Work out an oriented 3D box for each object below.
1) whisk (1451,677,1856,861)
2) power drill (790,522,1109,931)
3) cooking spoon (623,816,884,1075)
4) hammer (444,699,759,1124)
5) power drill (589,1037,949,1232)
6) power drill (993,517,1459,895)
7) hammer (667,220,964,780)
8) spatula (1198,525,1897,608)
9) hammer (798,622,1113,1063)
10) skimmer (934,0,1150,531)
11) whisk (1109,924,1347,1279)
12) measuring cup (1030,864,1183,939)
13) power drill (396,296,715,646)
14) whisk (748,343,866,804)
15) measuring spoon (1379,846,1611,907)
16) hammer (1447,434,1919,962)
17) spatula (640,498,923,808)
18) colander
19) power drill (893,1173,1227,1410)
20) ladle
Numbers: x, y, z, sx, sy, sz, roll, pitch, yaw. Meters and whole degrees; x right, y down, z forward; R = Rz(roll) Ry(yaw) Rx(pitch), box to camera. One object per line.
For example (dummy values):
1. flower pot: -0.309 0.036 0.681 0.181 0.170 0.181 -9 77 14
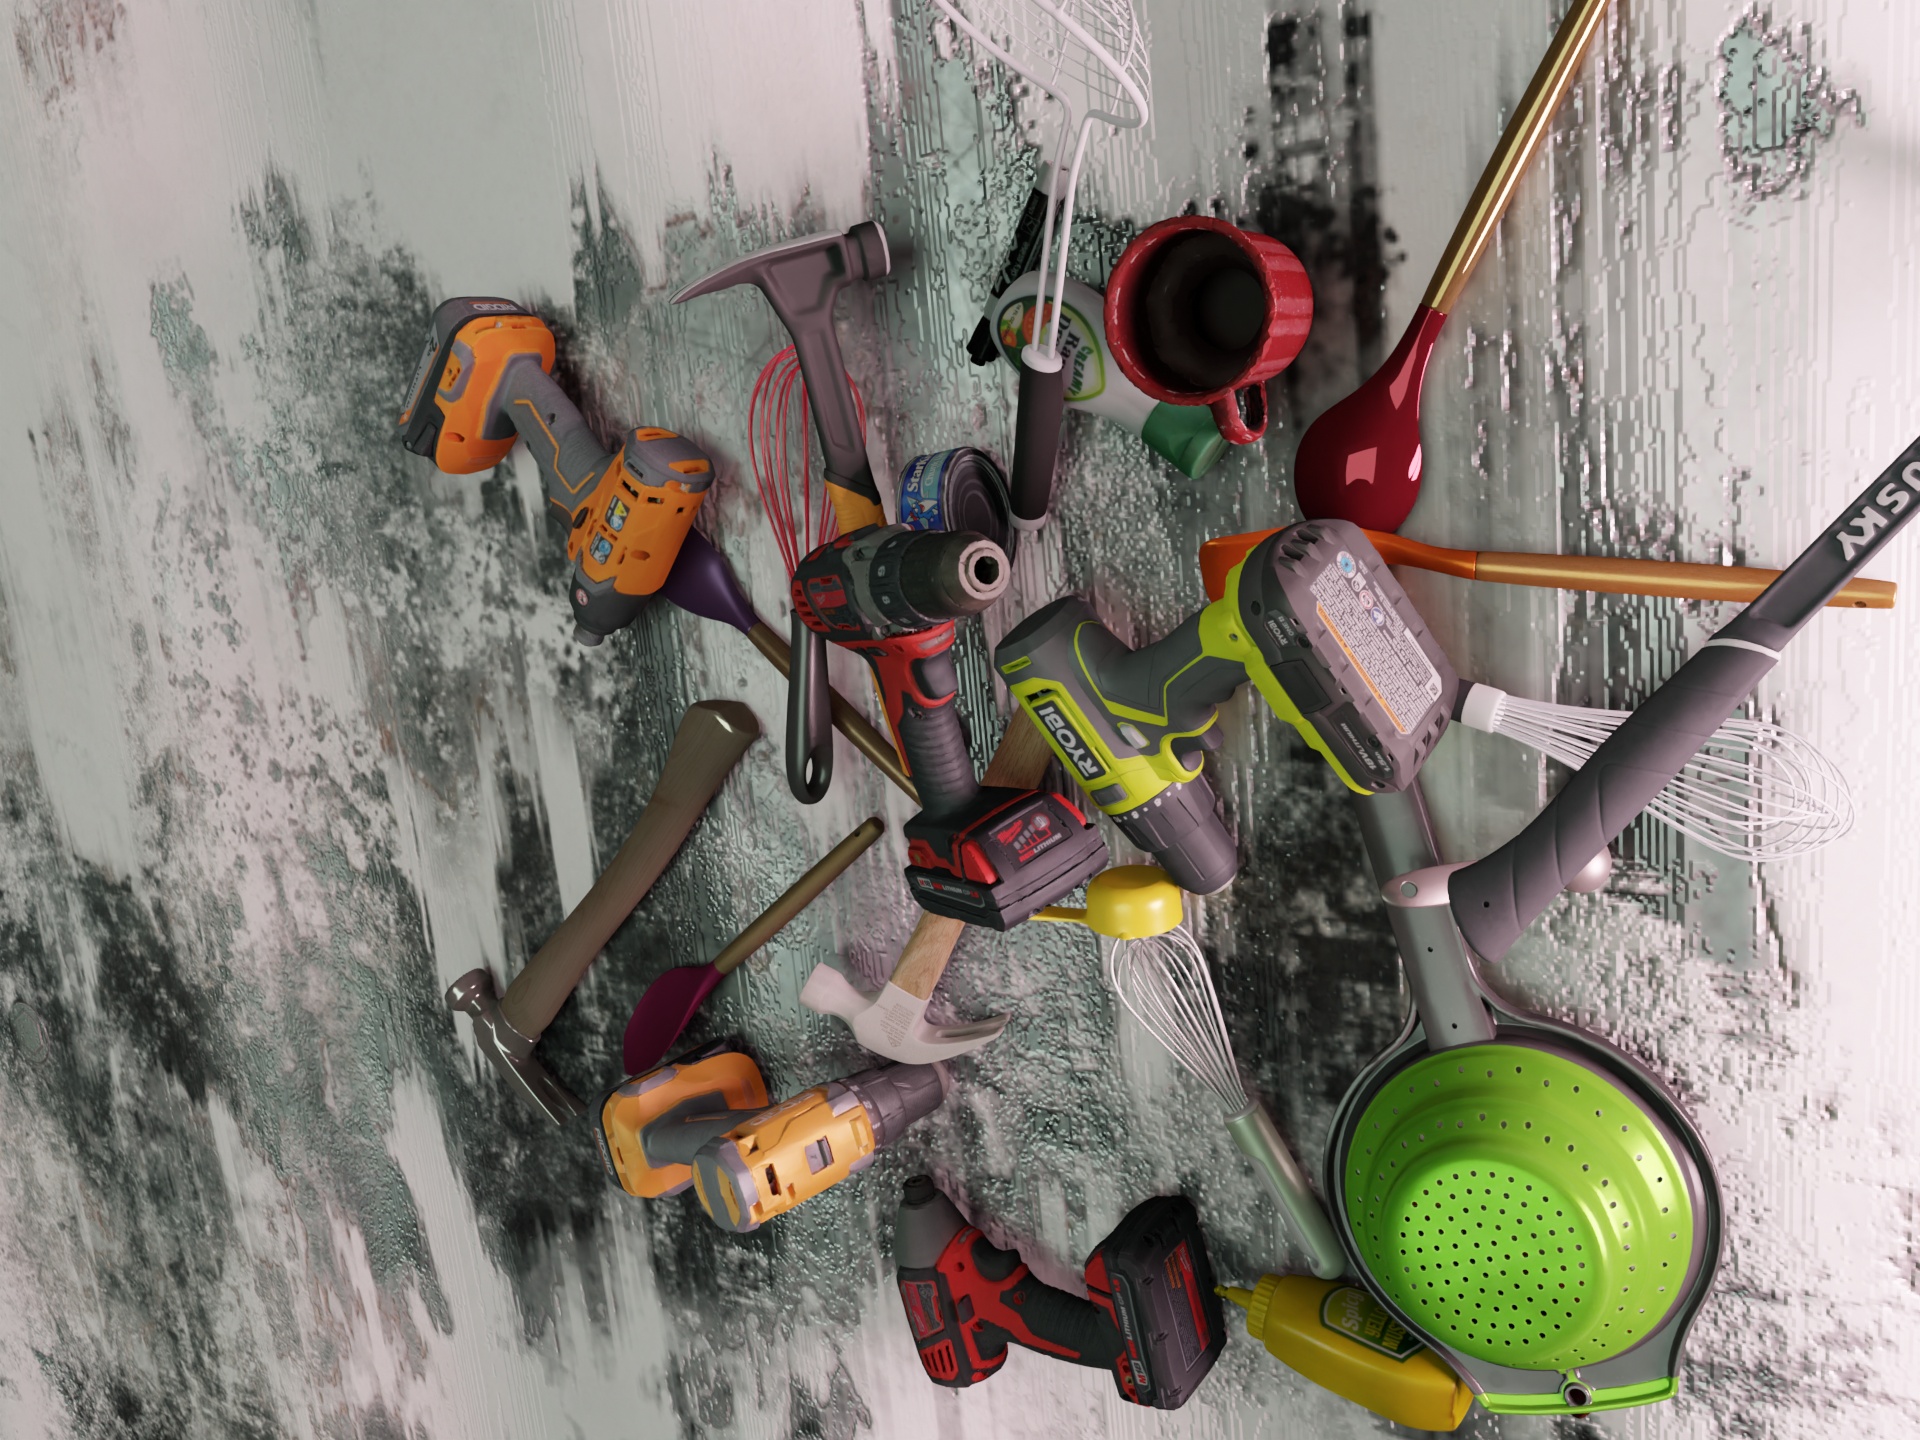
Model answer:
1. whisk: 0.296 0.004 0.803 0.285 0.070 0.070 20 113 29
2. power drill: -0.001 -0.003 0.870 0.188 0.080 0.226 1 117 61
3. cooking spoon: -0.155 0.163 1.137 0.319 0.017 0.069 -43 41 30
4. hammer: -0.256 0.141 1.189 0.146 0.038 0.410 46 121 11
5. power drill: -0.132 0.271 1.091 0.226 0.185 0.084 -8 99 52
6. power drill: 0.141 0.001 0.845 0.190 0.080 0.228 53 143 -11
7. hammer: -0.066 -0.114 0.951 0.127 0.034 0.336 -19 111 -10
8. spatula: 0.283 -0.068 0.796 0.323 0.041 0.080 7 151 26
9. hammer: 0.014 0.080 0.998 0.130 0.031 0.331 28 113 6
10. skimmer: 0.025 -0.218 0.792 0.127 0.090 0.363 38 149 25
11. whisk: 0.163 0.227 0.952 0.246 0.059 0.058 60 162 -1
12. measuring cup: 0.055 0.104 0.956 0.156 0.062 0.029 2 107 17
13. power drill: -0.281 -0.167 1.087 0.227 0.084 0.164 41 121 17
14. whisk: -0.095 -0.088 1.003 0.073 0.073 0.295 10 107 29
15. measuring spoon: 0.275 0.077 0.812 0.124 0.018 0.034 -10 68 -6
16. hammer: 0.366 -0.043 0.704 0.149 0.036 0.409 48 114 26
17. spatula: -0.122 -0.042 1.067 0.316 0.018 0.059 43 121 16
18. colander: 0.257 0.182 0.825 0.204 0.094 0.397 -18 86 27
19. power drill: 0.051 0.369 1.043 0.220 0.078 0.143 -10 97 36
20. ladle: 0.248 -0.228 0.786 0.069 0.031 0.315 32 116 20
